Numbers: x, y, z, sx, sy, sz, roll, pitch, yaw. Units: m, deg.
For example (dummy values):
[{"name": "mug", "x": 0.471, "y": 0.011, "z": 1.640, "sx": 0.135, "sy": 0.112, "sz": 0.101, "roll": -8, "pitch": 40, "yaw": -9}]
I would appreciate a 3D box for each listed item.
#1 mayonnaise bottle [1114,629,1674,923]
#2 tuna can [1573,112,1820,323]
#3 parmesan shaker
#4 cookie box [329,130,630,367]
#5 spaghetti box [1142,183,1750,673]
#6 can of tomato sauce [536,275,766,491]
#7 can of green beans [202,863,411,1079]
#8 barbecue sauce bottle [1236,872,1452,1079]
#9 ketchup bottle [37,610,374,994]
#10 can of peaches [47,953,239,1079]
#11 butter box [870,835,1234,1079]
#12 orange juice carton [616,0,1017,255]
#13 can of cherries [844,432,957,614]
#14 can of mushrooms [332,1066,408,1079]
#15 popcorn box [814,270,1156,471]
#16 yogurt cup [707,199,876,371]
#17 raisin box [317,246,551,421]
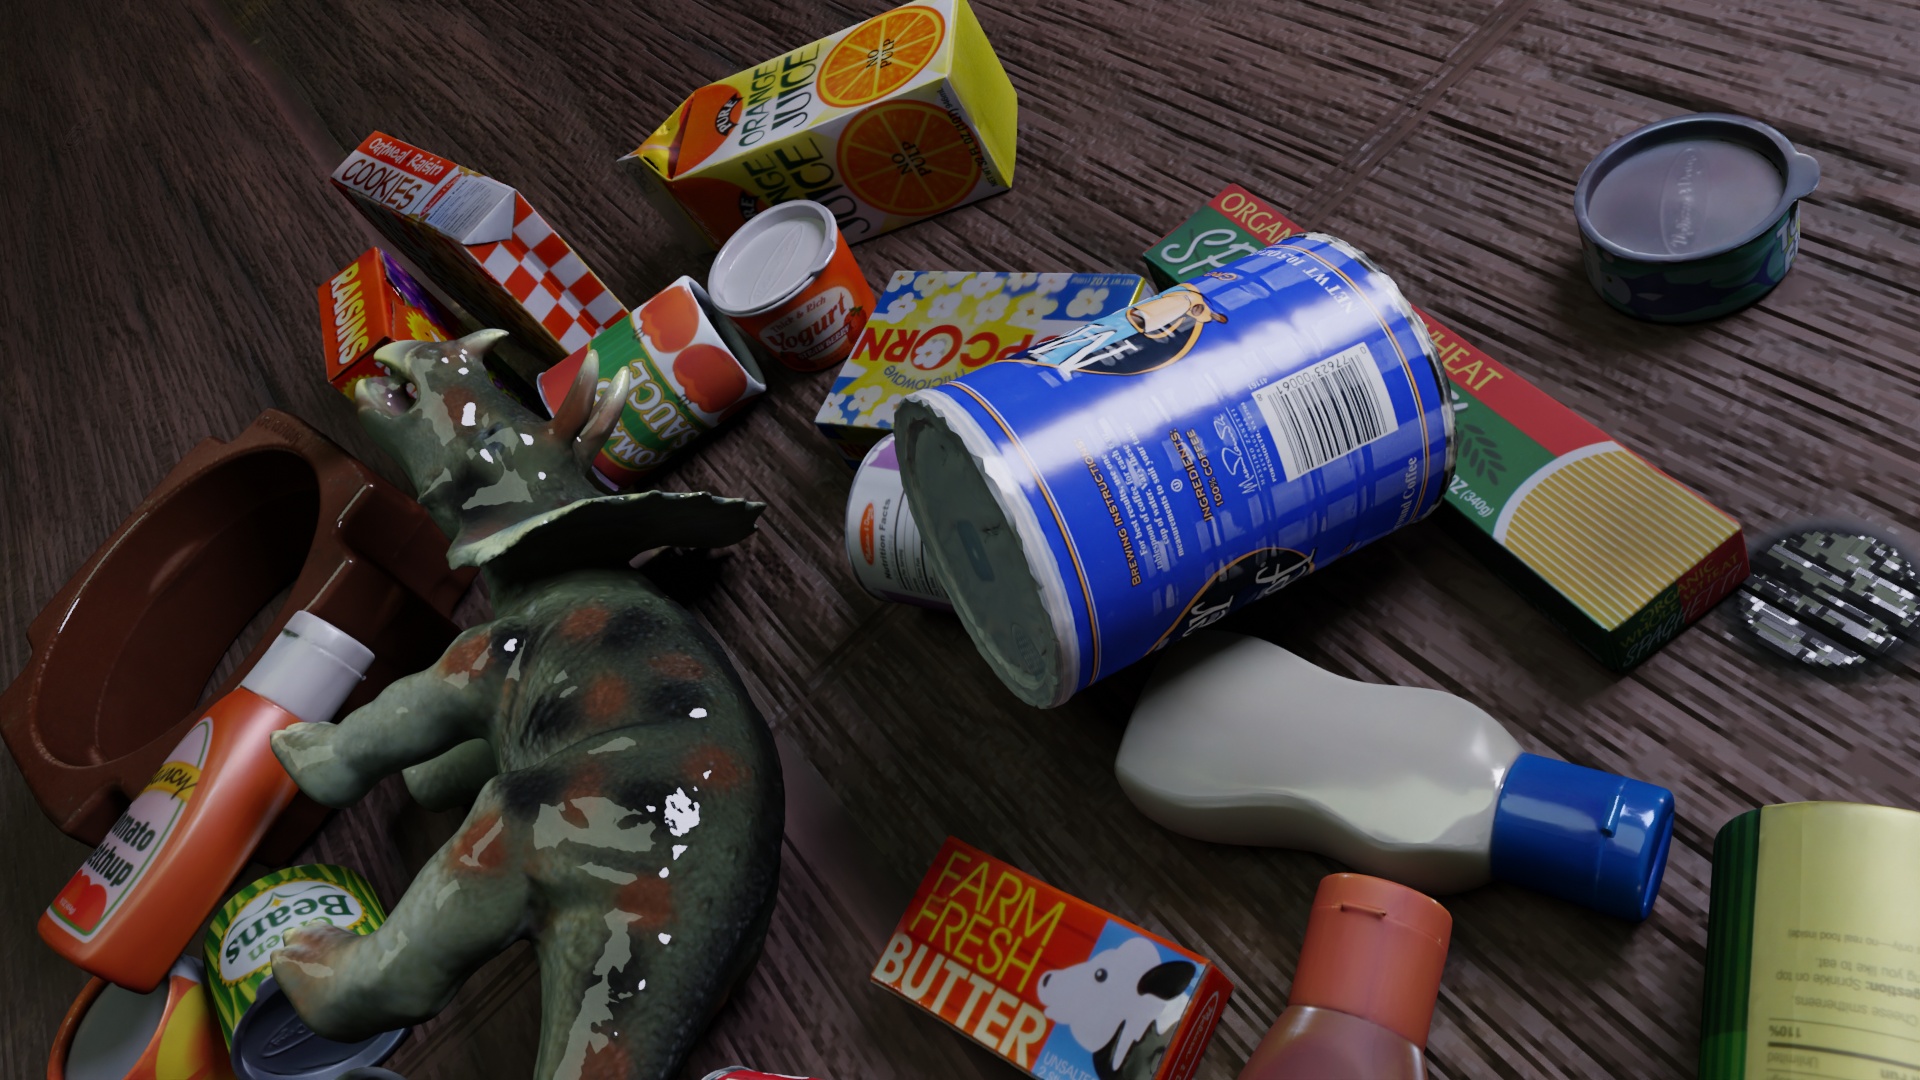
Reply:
[{"name": "mayonnaise bottle", "x": 0.121, "y": 0.069, "z": 0.401, "sx": 0.148, "sy": 0.041, "sz": 0.065, "roll": 12, "pitch": 59, "yaw": 36}, {"name": "tuna can", "x": 0.244, "y": -0.107, "z": 0.462, "sx": 0.071, "sy": 0.032, "sz": 0.071, "roll": -16, "pitch": 51, "yaw": 21}, {"name": "parmesan shaker", "x": 0.200, "y": 0.118, "z": 0.301, "sx": 0.071, "sy": 0.071, "sz": 0.103, "roll": 2, "pitch": 58, "yaw": 32}, {"name": "cookie box", "x": -0.240, "y": -0.141, "z": 0.718, "sx": 0.168, "sy": 0.122, "sz": 0.040, "roll": 28, "pitch": 75, "yaw": 41}, {"name": "spaghetti box", "x": 0.150, "y": -0.053, "z": 0.482, "sx": 0.050, "sy": 0.028, "sz": 0.251, "roll": -38, "pitch": 46, "yaw": 0}, {"name": "can of tomato sauce", "x": -0.142, "y": -0.073, "z": 0.647, "sx": 0.083, "sy": 0.071, "sz": 0.071, "roll": -34, "pitch": 47, "yaw": 4}, {"name": "can of green beans", "x": -0.251, "y": 0.168, "z": 0.535, "sx": 0.071, "sy": 0.071, "sz": 0.058, "roll": -46, "pitch": 46, "yaw": -6}, {"name": "barbecue sauce bottle", "x": 0.090, "y": 0.160, "z": 0.350, "sx": 0.065, "sy": 0.043, "sz": 0.149, "roll": 5, "pitch": 60, "yaw": 34}, {"name": "ketchup bottle", "x": -0.292, "y": 0.099, "z": 0.549, "sx": 0.064, "sy": 0.043, "sz": 0.149, "roll": 8, "pitch": 59, "yaw": 43}, {"name": "can of peaches", "x": -0.315, "y": 0.204, "z": 0.553, "sx": 0.071, "sy": 0.058, "sz": 0.071, "roll": -16, "pitch": 50, "yaw": 20}, {"name": "butter box", "x": 0.025, "y": 0.134, "z": 0.422, "sx": 0.103, "sy": 0.024, "sz": 0.053, "roll": 17, "pitch": 68, "yaw": 39}, {"name": "orange juice carton", "x": -0.073, "y": -0.194, "z": 0.692, "sx": 0.192, "sy": 0.071, "sz": 0.073, "roll": -14, "pitch": 51, "yaw": 22}, {"name": "can of cherries", "x": 0.002, "y": -0.006, "z": 0.514, "sx": 0.058, "sy": 0.071, "sz": 0.072, "roll": 8, "pitch": 62, "yaw": 35}, {"name": "can of mushrooms", "x": -0.202, "y": 0.218, "z": 0.470, "sx": 0.033, "sy": 0.071, "sz": 0.071, "roll": -35, "pitch": 46, "yaw": 3}, {"name": "popcorn box", "x": 0.012, "y": -0.066, "z": 0.568, "sx": 0.126, "sy": 0.038, "sz": 0.085, "roll": 9, "pitch": 63, "yaw": 35}, {"name": "yogurt cup", "x": -0.075, "y": -0.116, "z": 0.647, "sx": 0.072, "sy": 0.053, "sz": 0.073, "roll": -16, "pitch": 50, "yaw": 21}, {"name": "raisin box", "x": -0.248, "y": -0.072, "z": 0.672, "sx": 0.040, "sy": 0.123, "sz": 0.086, "roll": -35, "pitch": 46, "yaw": 5}]
